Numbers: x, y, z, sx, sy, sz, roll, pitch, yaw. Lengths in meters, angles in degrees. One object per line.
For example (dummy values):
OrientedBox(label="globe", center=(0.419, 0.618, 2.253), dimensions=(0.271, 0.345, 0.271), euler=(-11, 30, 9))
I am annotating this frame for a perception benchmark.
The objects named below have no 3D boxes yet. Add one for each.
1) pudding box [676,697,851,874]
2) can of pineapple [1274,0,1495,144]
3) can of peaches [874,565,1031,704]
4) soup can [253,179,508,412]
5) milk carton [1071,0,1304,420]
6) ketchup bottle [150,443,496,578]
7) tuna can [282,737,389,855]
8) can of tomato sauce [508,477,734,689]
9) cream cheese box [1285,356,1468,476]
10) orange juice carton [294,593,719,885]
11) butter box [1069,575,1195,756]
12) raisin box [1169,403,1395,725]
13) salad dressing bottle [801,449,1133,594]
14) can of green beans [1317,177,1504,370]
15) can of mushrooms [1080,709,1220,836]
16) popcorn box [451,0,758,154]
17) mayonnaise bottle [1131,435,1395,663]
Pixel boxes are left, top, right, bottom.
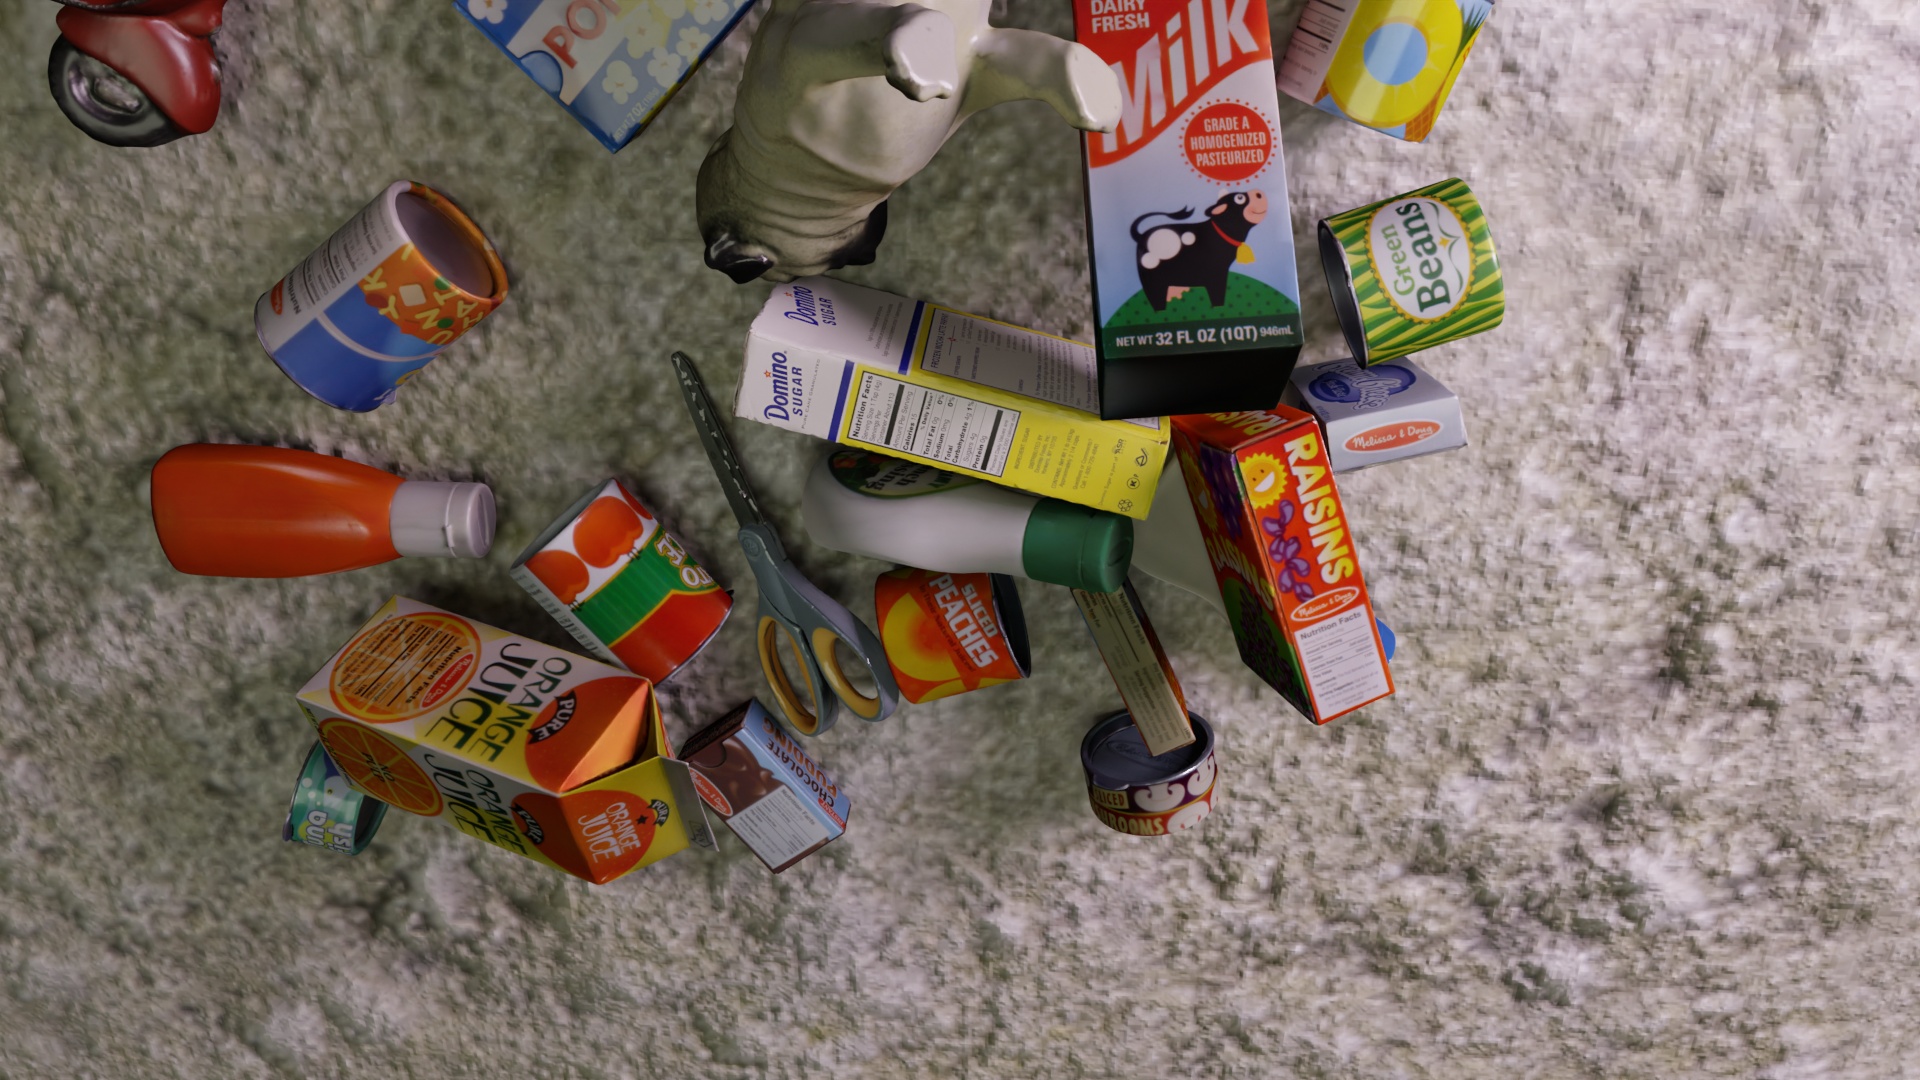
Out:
OrientedBox(label="pudding box", center=(-0.102, 0.128, 0.724), dimensions=(0.049, 0.030, 0.083), euler=(-34, 109, 18))
OrientedBox(label="can of pineapple", center=(0.165, -0.193, 0.542), dimensions=(0.071, 0.071, 0.057), euler=(19, 115, -6))
OrientedBox(label="can of peaches", center=(-0.004, 0.040, 0.656), dimensions=(0.058, 0.071, 0.071), euler=(-15, 113, 11))
OrientedBox(label="soup can", center=(-0.249, -0.104, 0.606), dimensions=(0.083, 0.071, 0.071), euler=(-33, 109, 16))
OrientedBox(label="milk carton", center=(0.082, -0.148, 0.536), dimensions=(0.072, 0.073, 0.191), euler=(-3, 76, 4))
OrientedBox(label="ketchup bottle", center=(-0.301, -0.012, 0.662), dimensions=(0.149, 0.044, 0.064), euler=(3, 116, 2))
OrientedBox(label="tuna can", center=(-0.315, 0.128, 0.712), dimensions=(0.033, 0.071, 0.070), euler=(17, 115, -6))
OrientedBox(label="can of tomato sauce", center=(-0.159, 0.020, 0.658), dimensions=(0.071, 0.071, 0.083), euler=(-36, 108, 18))
OrientedBox(label="cream cheese box", center=(0.171, -0.056, 0.584), dimensions=(0.053, 0.104, 0.024), euler=(-11, 107, 7))
OrientedBox(label="orange juice carton", center=(-0.202, 0.096, 0.647), dimensions=(0.193, 0.073, 0.071), euler=(15, 137, 19))
OrientedBox(label="butter box", center=(0.080, 0.048, 0.665), dimensions=(0.024, 0.053, 0.103), euler=(-24, 112, 10))
OrientedBox(label="raisin box", center=(0.131, 0.004, 0.581), dimensions=(0.040, 0.086, 0.123), euler=(-21, 106, -3))
OrientedBox(label="salad dressing bottle", center=(0.002, -0.008, 0.616), dimensions=(0.148, 0.064, 0.043), euler=(11, 111, 25))
OrientedBox(label="can of green beans", center=(0.187, -0.111, 0.578), dimensions=(0.058, 0.071, 0.071), euler=(-17, 113, 10))
OrientedBox(label="can of mushrooms", center=(0.092, 0.114, 0.685), dimensions=(0.071, 0.071, 0.033), euler=(-9, 116, 7))
OrientedBox(label="popcorn box", center=(-0.127, -0.232, 0.555), dimensions=(0.085, 0.038, 0.126), euler=(42, 110, -17))
OrientedBox(label="mayonnaise bottle", center=(0.140, 0.015, 0.654), dimensions=(0.148, 0.041, 0.064), euler=(37, 106, -14))
